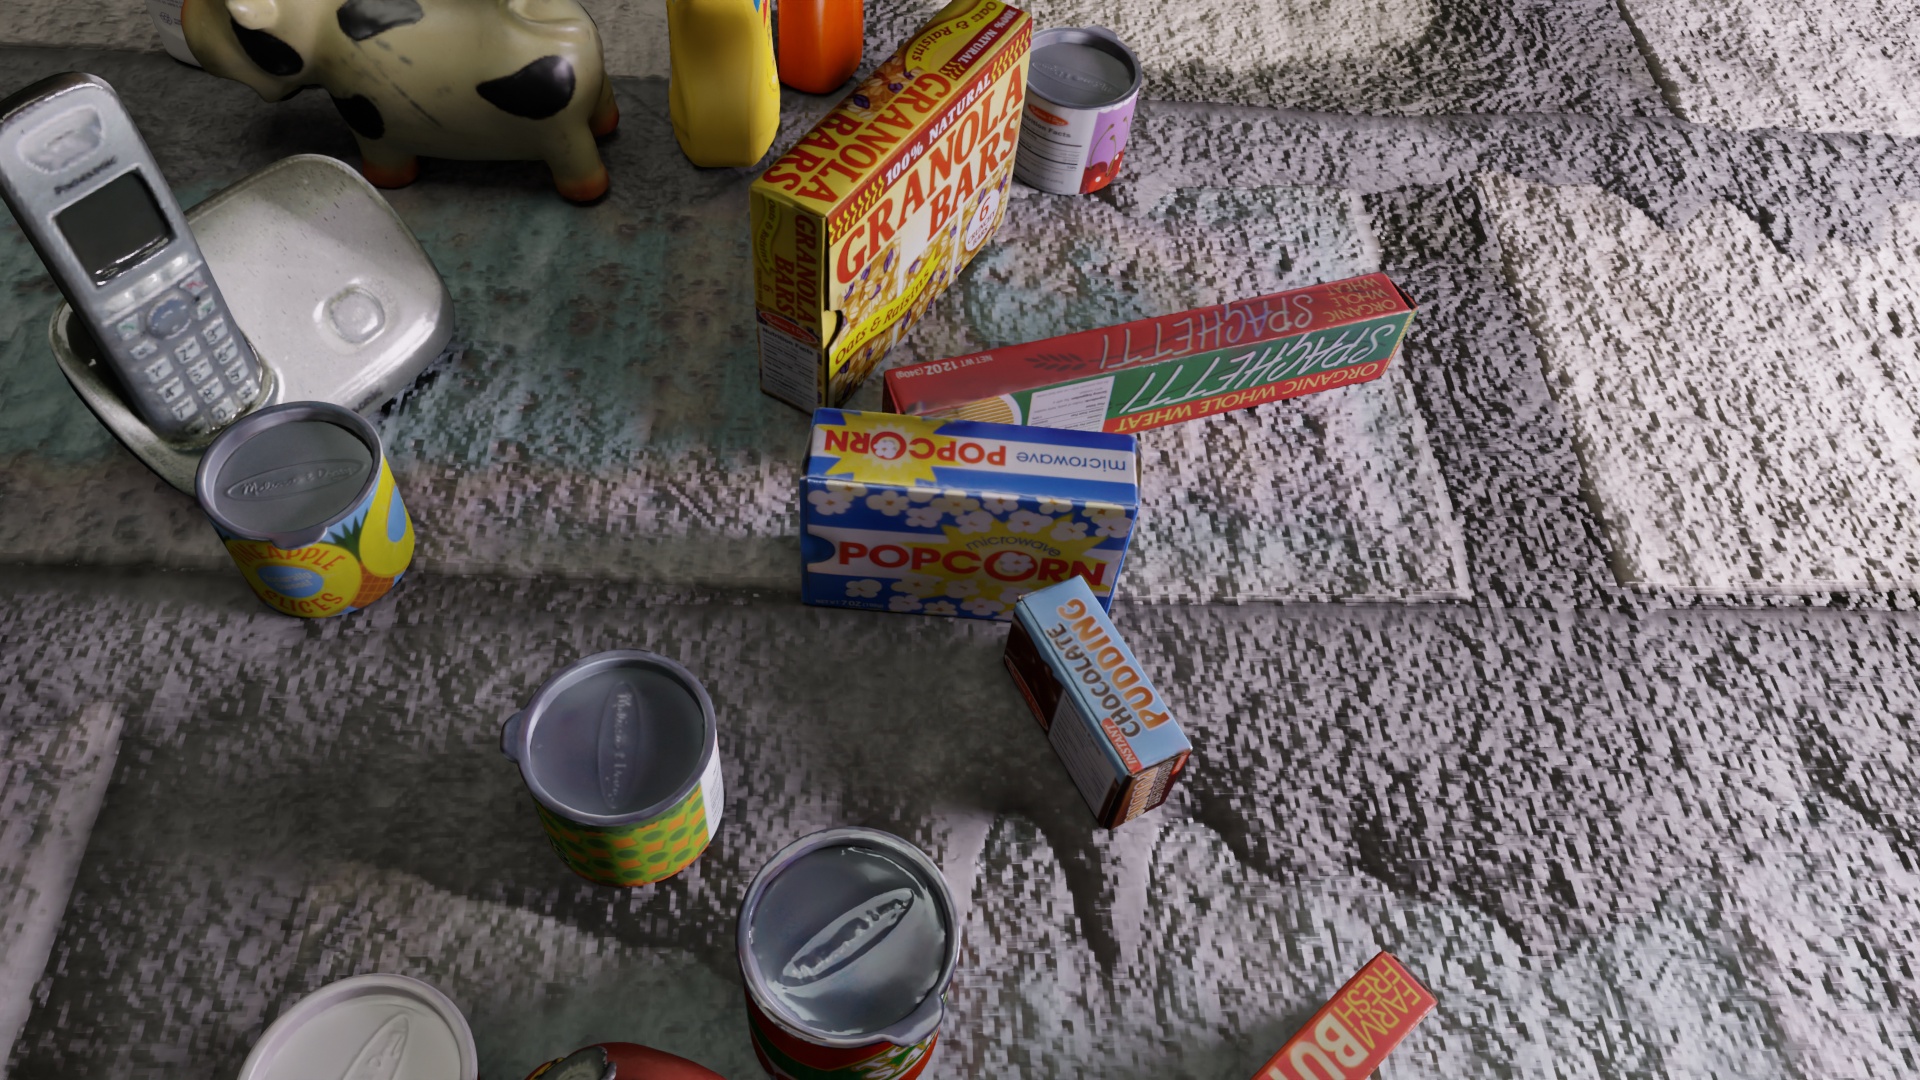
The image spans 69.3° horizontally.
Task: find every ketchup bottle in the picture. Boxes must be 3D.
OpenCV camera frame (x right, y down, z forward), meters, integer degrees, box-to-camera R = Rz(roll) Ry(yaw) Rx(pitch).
[{"bbox_3d":[-0.072,-0.309,0.716,0.043,0.148,0.065,16,55,5],"label":"ketchup bottle"}]

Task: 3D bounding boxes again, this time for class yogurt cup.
[{"bbox_3d":[-0.177,0.173,0.421,0.072,0.053,0.073,3,55,-4],"label":"yogurt cup"}]

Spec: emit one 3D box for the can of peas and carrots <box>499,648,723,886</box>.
[{"bbox_3d":[-0.120,0.081,0.489,0.071,0.058,0.071,3,55,-4],"label":"can of peas and carrots"}]

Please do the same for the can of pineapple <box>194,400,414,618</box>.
[{"bbox_3d":[-0.253,-0.010,0.541,0.071,0.057,0.071,3,55,-4],"label":"can of pineapple"}]

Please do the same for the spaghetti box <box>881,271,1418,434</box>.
[{"bbox_3d":[0.086,-0.074,0.626,0.251,0.050,0.029,-13,57,-15],"label":"spaghetti box"}]

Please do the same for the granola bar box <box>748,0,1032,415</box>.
[{"bbox_3d":[-0.029,-0.150,0.623,0.039,0.123,0.166,28,57,14],"label":"granola bar box"}]

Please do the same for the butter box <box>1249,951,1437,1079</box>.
[{"bbox_3d":[0.105,0.179,0.446,0.104,0.052,0.024,-34,64,-25],"label":"butter box"}]

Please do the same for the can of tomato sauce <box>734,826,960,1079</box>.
[{"bbox_3d":[-0.035,0.140,0.441,0.071,0.082,0.071,3,55,-4],"label":"can of tomato sauce"}]

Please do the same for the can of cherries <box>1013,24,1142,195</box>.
[{"bbox_3d":[0.059,-0.225,0.725,0.071,0.058,0.072,3,55,-4],"label":"can of cherries"}]

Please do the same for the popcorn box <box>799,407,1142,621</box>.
[{"bbox_3d":[0.002,-0.007,0.548,0.127,0.084,0.038,5,55,-2],"label":"popcorn box"}]

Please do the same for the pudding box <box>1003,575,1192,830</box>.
[{"bbox_3d":[0.049,0.061,0.527,0.030,0.049,0.084,-21,59,-19],"label":"pudding box"}]
